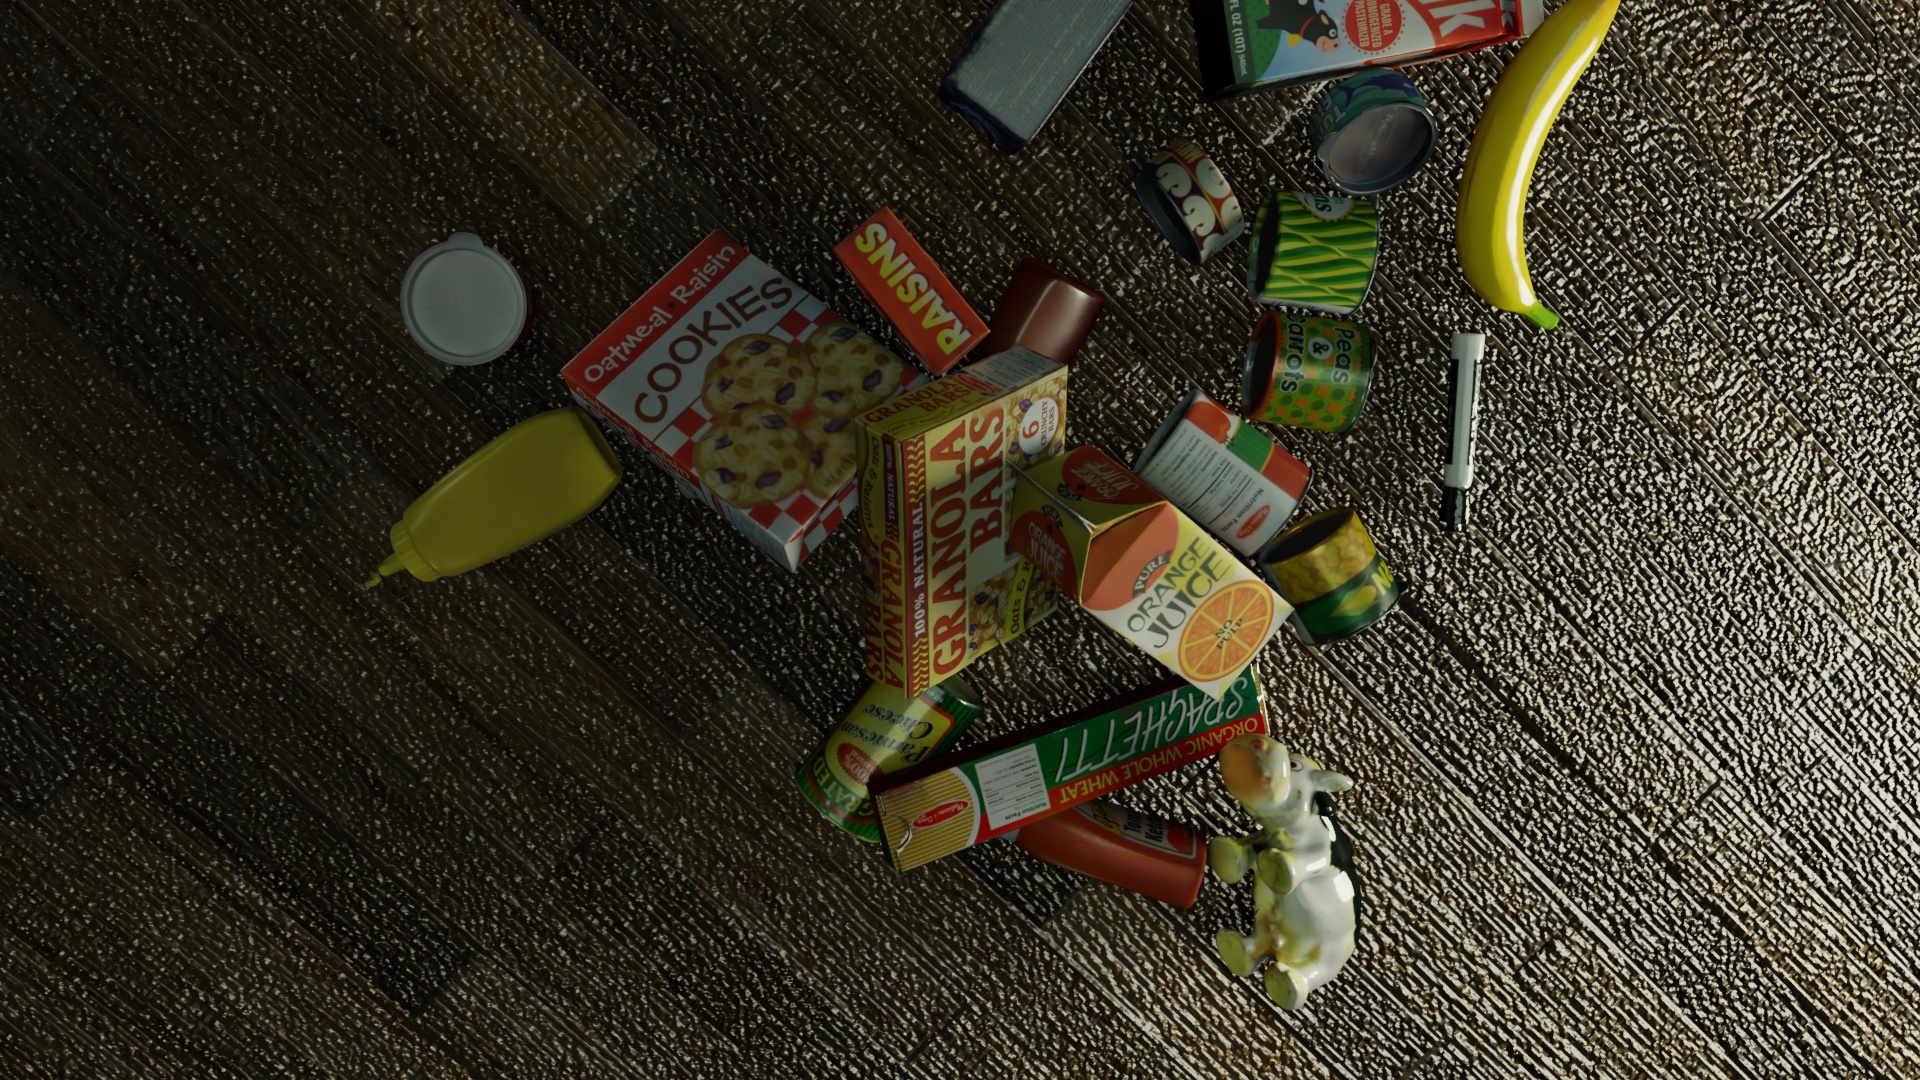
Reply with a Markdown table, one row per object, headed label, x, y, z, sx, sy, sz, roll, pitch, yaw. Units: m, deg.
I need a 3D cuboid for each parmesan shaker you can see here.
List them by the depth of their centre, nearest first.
| label | x | y | z | sx | sy | sz | roll | pitch | yaw |
| --- | --- | --- | --- | --- | --- | --- | --- | --- | --- |
| parmesan shaker | -0.044 | 0.117 | 0.830 | 0.071 | 0.071 | 0.103 | 37 | 95 | -8 |

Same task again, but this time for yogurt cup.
| label | x | y | z | sx | sy | sz | roll | pitch | yaw |
| --- | --- | --- | --- | --- | --- | --- | --- | --- | --- |
| yogurt cup | -0.274 | -0.134 | 0.785 | 0.072 | 0.054 | 0.072 | 0 | 99 | -3 |

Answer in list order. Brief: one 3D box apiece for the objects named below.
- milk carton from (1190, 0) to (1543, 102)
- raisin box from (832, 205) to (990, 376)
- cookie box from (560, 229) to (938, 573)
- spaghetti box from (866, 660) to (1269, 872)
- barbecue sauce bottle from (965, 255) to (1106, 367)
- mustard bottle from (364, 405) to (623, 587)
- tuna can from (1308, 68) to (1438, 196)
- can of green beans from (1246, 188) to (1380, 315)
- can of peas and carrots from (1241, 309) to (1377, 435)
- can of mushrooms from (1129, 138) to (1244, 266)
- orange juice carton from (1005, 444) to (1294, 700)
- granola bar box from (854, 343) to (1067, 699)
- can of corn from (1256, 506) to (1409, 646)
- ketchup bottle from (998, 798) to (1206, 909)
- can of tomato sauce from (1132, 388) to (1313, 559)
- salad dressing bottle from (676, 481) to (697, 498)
| label | x | y | z | sx | sy | sz | roll | pitch | yaw |
| --- | --- | --- | --- | --- | --- | --- | --- | --- | --- |
| milk carton | 0.232 | -0.302 | 0.778 | 0.191 | 0.073 | 0.072 | -10 | 100 | -2 |
| raisin box | -0.029 | -0.136 | 0.763 | 0.040 | 0.123 | 0.086 | -39 | 99 | 3 |
| cookie box | -0.113 | -0.079 | 0.758 | 0.168 | 0.040 | 0.123 | 36 | 70 | 17 |
| spaghetti box | 0.068 | 0.128 | 0.820 | 0.251 | 0.028 | 0.050 | -17 | 100 | -18 |
| barbecue sauce bottle | 0.026 | -0.088 | 0.807 | 0.044 | 0.065 | 0.148 | 38 | 106 | 32 |
| mustard bottle | -0.277 | -0.018 | 0.805 | 0.160 | 0.049 | 0.065 | -29 | 99 | 2 |
| tuna can | 0.232 | -0.232 | 0.791 | 0.071 | 0.070 | 0.033 | -7 | 54 | -5 |
| can of green beans | 0.202 | -0.166 | 0.800 | 0.058 | 0.071 | 0.071 | 7 | 98 | -4 |
| can of peas and carrots | 0.201 | -0.099 | 0.808 | 0.059 | 0.071 | 0.071 | 8 | 98 | -4 |
| can of mushrooms | 0.129 | -0.195 | 0.791 | 0.033 | 0.071 | 0.071 | -35 | 99 | 2 |
| orange juice carton | 0.098 | 0.012 | 0.770 | 0.073 | 0.072 | 0.192 | -51 | 133 | 5 |
| granola bar box | 0.003 | -0.010 | 0.762 | 0.125 | 0.039 | 0.164 | -28 | 132 | -36 |
| can of corn | 0.221 | 0.020 | 0.828 | 0.071 | 0.071 | 0.058 | -32 | 99 | 2 |
| ketchup bottle | 0.073 | 0.179 | 0.849 | 0.149 | 0.065 | 0.043 | 17 | 102 | 3 |
| can of tomato sauce | 0.153 | -0.040 | 0.816 | 0.083 | 0.071 | 0.071 | 35 | 95 | -4 |
| salad dressing bottle | -0.087 | -0.049 | 0.794 | 0.148 | 0.064 | 0.044 | -2 | 103 | 9 |
